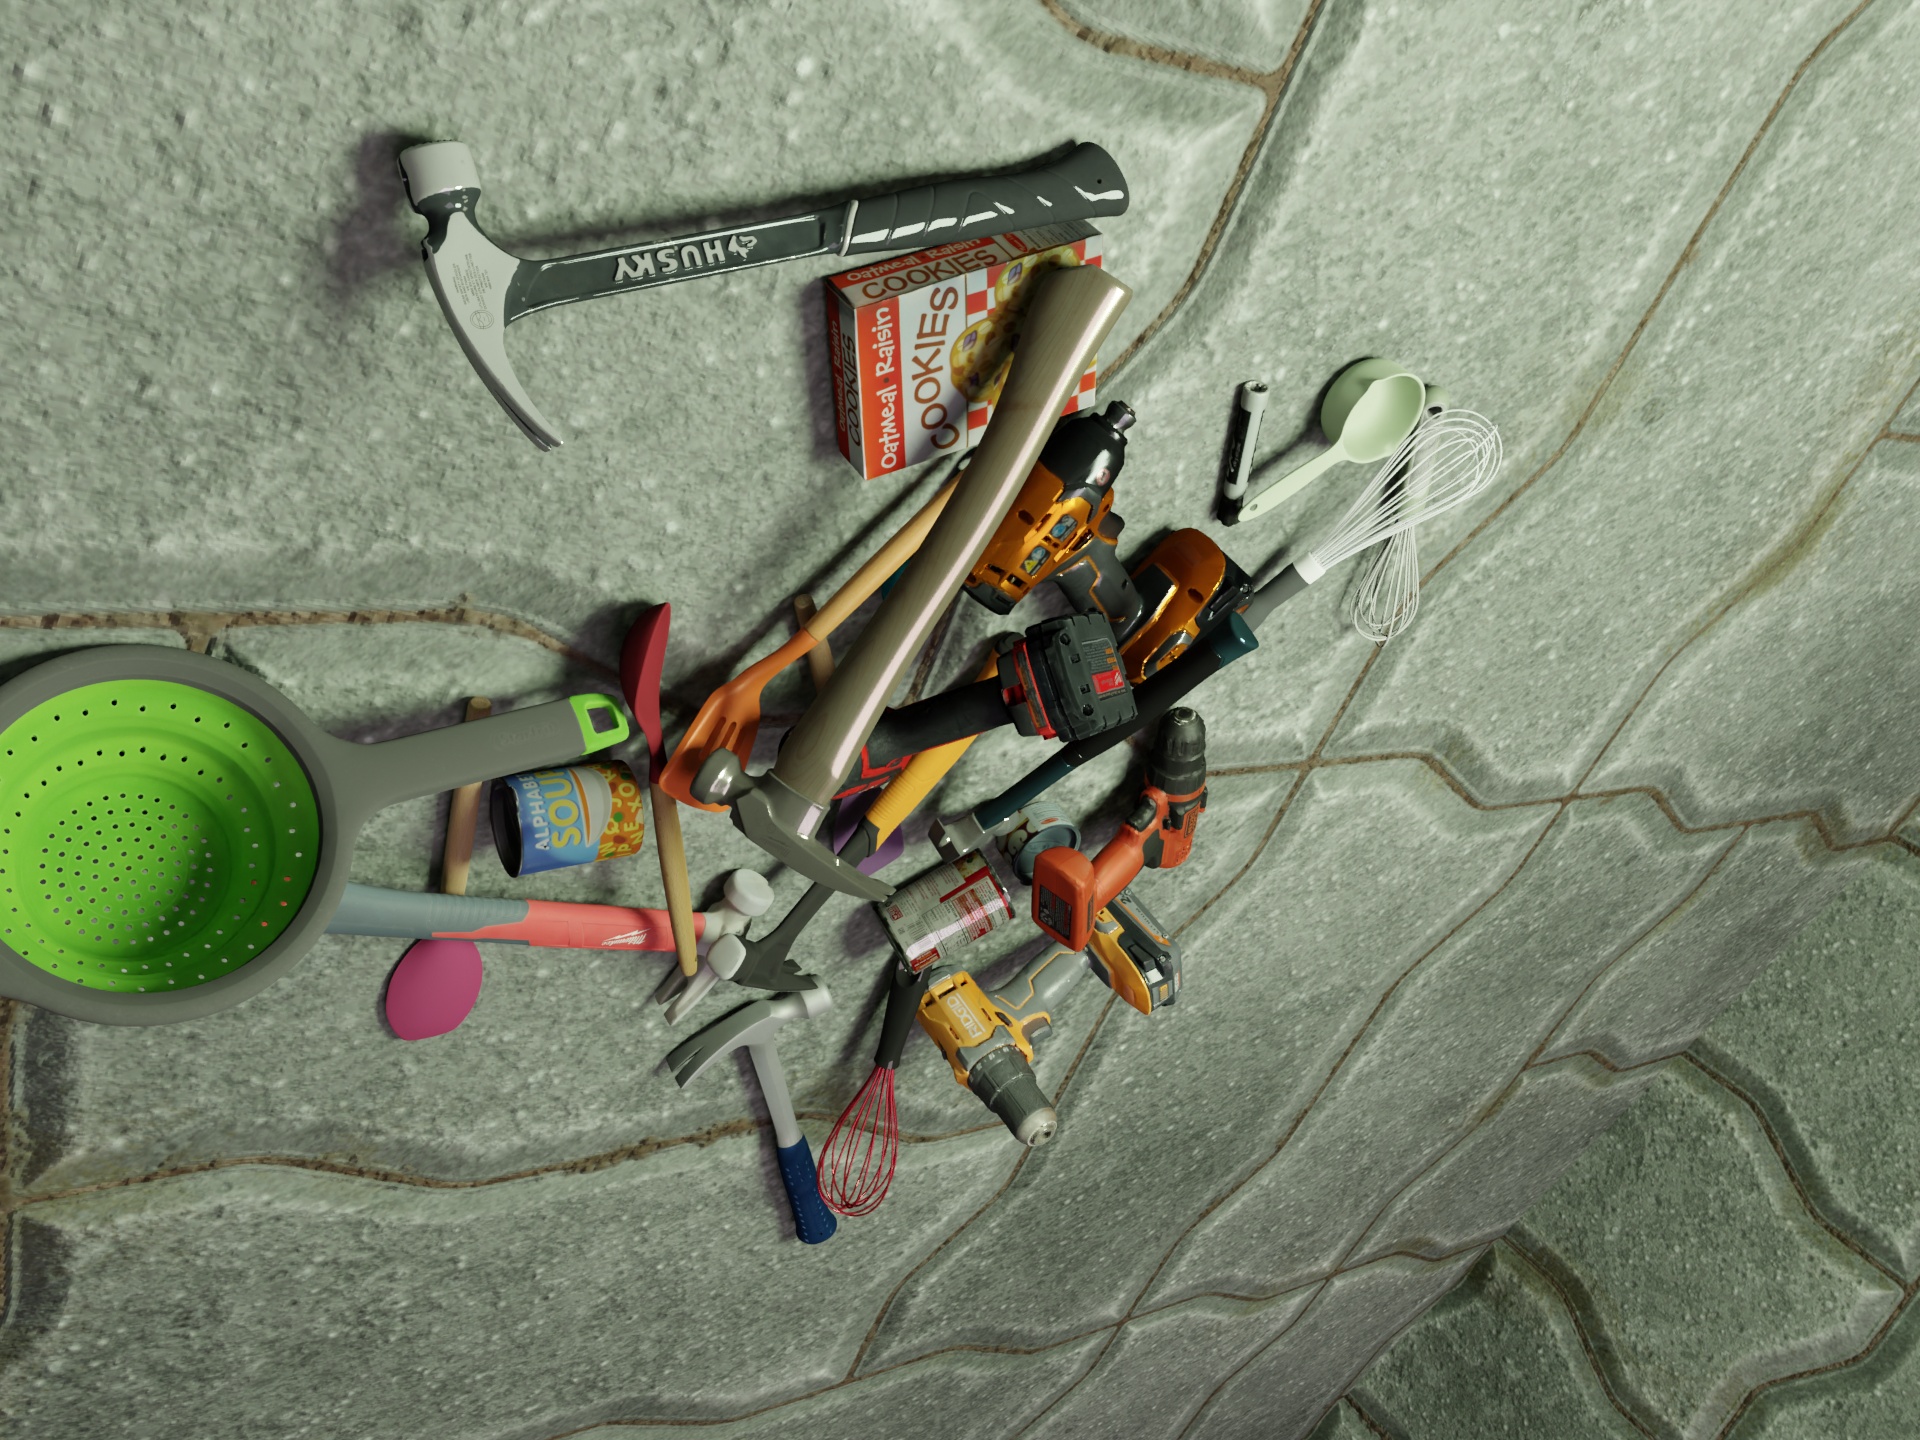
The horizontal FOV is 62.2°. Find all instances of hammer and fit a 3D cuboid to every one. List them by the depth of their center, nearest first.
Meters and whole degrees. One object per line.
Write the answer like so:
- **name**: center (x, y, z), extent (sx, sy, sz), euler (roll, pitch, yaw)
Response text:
- **hammer**: center (-0.076, -0.255, 0.848), extent (0.409, 0.036, 0.149), euler (-19, 101, -28)
- **hammer**: center (-0.009, -0.083, 0.971), extent (0.410, 0.146, 0.038), euler (-58, 174, 13)
- **hammer**: center (-0.307, 0.150, 1.099), extent (0.386, 0.038, 0.143), euler (13, 121, -49)
- **hammer**: center (0.093, 0.018, 1.173), extent (0.331, 0.033, 0.128), euler (-39, 170, 38)
- **hammer**: center (-0.052, 0.072, 1.207), extent (0.337, 0.034, 0.127), euler (-50, 153, 6)
- **hammer**: center (-0.165, 0.381, 1.465), extent (0.144, 0.035, 0.405), euler (-23, 140, -16)

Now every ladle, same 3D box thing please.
- **ladle**: center (-0.198, 0.058, 1.072), extent (0.031, 0.069, 0.315), euler (5, 127, 6)

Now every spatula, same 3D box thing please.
- **spatula**: center (-0.075, -0.067, 1.042), extent (0.322, 0.041, 0.081), euler (-44, 150, 8)
- **spatula**: center (-0.086, 0.022, 1.172), extent (0.060, 0.018, 0.315), euler (-31, 142, -17)

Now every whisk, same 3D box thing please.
- **whisk**: center (0.300, -0.140, 1.249), extent (0.284, 0.070, 0.070), euler (-38, 143, 22)
- **whisk**: center (0.364, -0.162, 1.301), extent (0.058, 0.059, 0.246), euler (1, 130, -1)
- **whisk**: center (-0.070, 0.323, 1.429), extent (0.073, 0.073, 0.295), euler (0, 115, -37)

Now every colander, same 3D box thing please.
- **colander**: center (-0.382, 0.051, 0.909), extent (0.397, 0.204, 0.094), euler (-16, 171, -38)

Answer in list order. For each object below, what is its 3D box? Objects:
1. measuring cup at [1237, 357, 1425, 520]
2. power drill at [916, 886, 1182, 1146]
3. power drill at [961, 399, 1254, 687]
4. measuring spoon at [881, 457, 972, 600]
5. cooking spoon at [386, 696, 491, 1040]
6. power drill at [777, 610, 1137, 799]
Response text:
- **measuring cup**: center (0.268, -0.208, 1.190), extent (0.167, 0.038, 0.083), euler (-35, 142, 2)
- **power drill**: center (0.091, 0.260, 1.416), extent (0.226, 0.186, 0.084), euler (-28, 139, -15)
- **power drill**: center (0.111, -0.121, 1.127), extent (0.226, 0.084, 0.164), euler (27, 108, -44)
- **measuring spoon**: center (-0.020, -0.131, 1.072), extent (0.128, 0.021, 0.042), euler (-61, 161, 15)
- **cooking spoon**: center (-0.342, 0.111, 1.072), extent (0.068, 0.017, 0.318), euler (-8, 134, -35)
- **power drill**: center (-0.002, -0.003, 1.073), extent (0.219, 0.078, 0.143), euler (-18, 179, 21)
